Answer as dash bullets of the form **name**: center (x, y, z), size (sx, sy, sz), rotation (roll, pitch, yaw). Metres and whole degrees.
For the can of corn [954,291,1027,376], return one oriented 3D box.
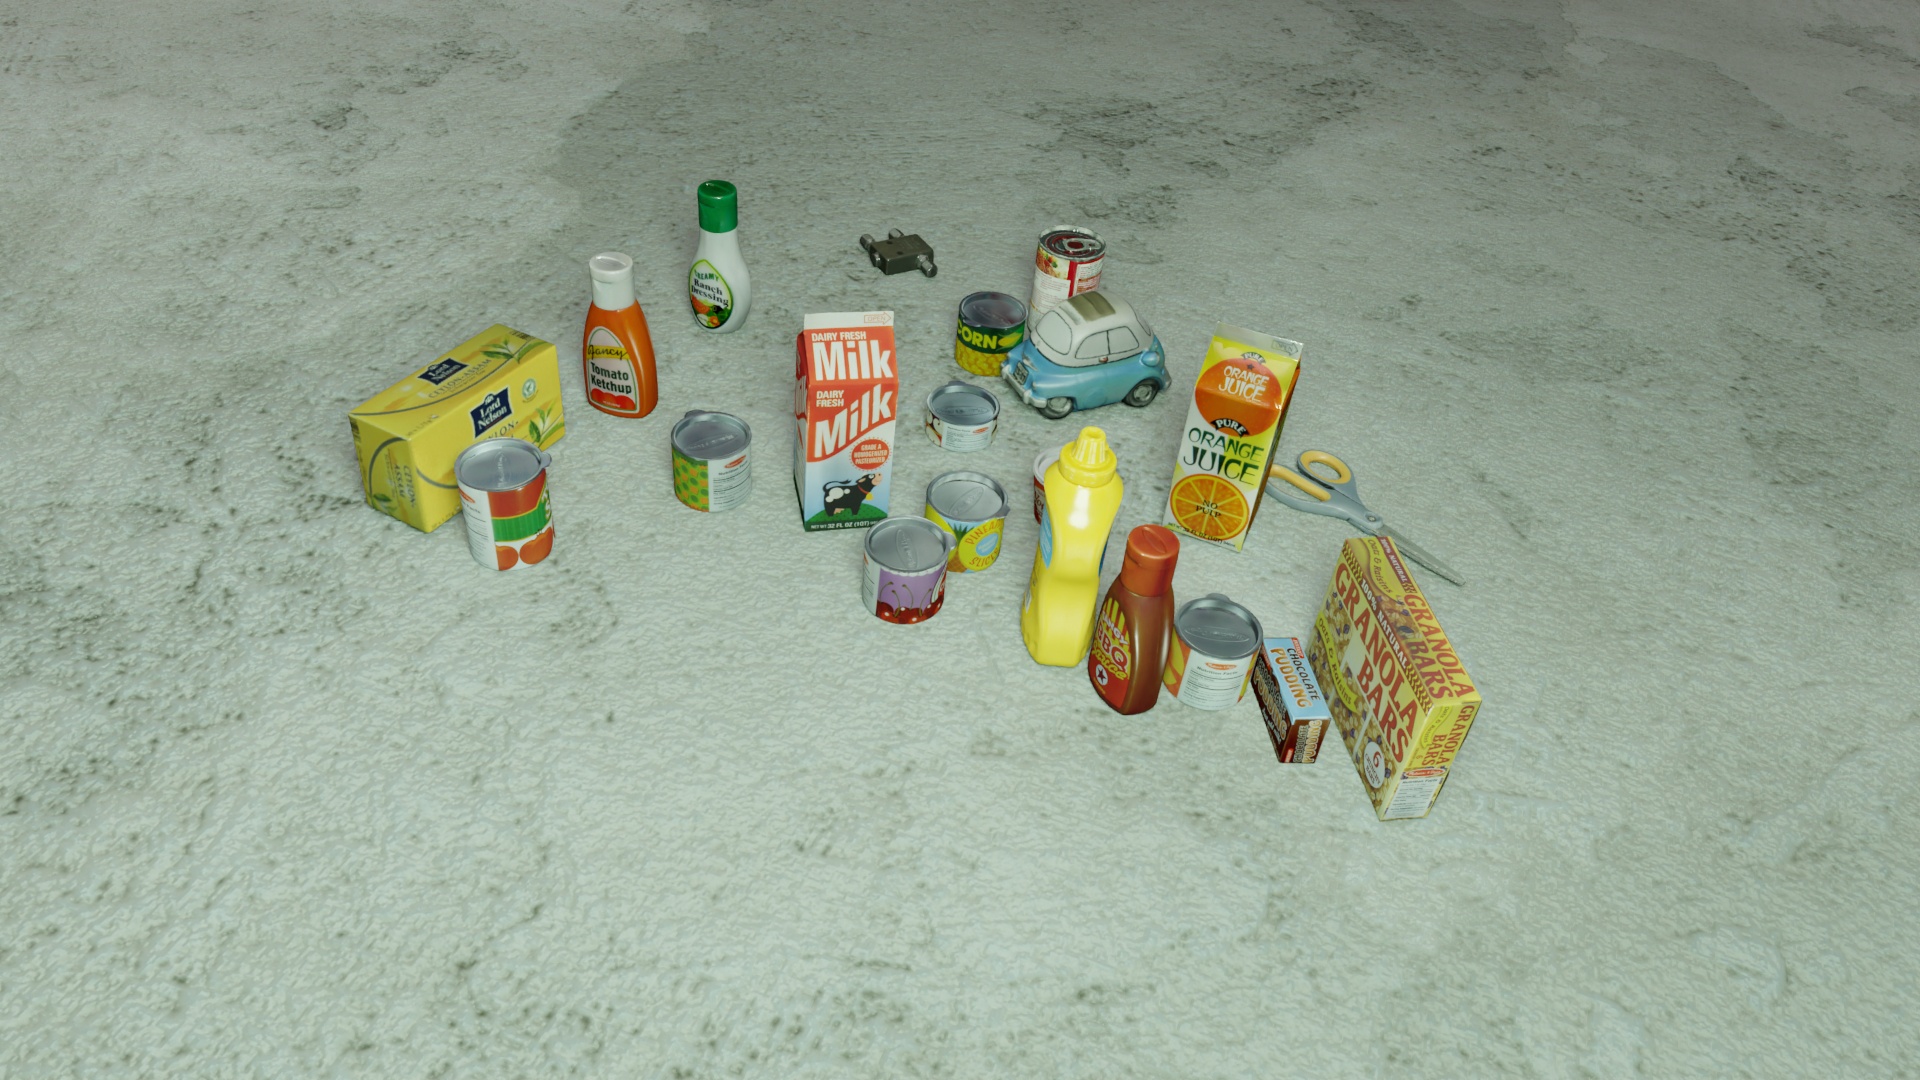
- **can of corn**: center (0.027, -0.199, 1.351), size (0.071, 0.058, 0.071), rotation (4, 41, -3)

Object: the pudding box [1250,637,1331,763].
- **pudding box**: center (0.241, 0.116, 1.019), size (0.030, 0.049, 0.084), rotation (0, 41, -8)

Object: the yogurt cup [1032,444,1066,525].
- **yogurt cup**: center (0.092, -0.041, 1.178), size (0.072, 0.053, 0.073), rotation (4, 41, -3)

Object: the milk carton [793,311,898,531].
- **milk carton**: center (-0.094, -0.103, 1.121), size (0.072, 0.189, 0.074), rotation (-5, 42, -13)

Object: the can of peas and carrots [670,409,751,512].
- **can of peas and carrots**: center (-0.209, -0.067, 1.165), size (0.071, 0.058, 0.071), rotation (4, 41, -3)

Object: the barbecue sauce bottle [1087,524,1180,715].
- **barbecue sauce bottle**: center (0.127, 0.055, 0.999), size (0.044, 0.147, 0.065), rotation (-14, 44, -22)

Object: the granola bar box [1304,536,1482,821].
- **granola bar box**: center (0.305, 0.096, 0.993), size (0.039, 0.123, 0.166), rotation (-1, 41, -9)

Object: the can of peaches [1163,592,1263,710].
- **can of peaches**: center (0.188, 0.084, 1.043), size (0.071, 0.057, 0.071), rotation (4, 41, -3)

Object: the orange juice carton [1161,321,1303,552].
- **orange juice carton**: center (0.226, -0.091, 1.149), size (0.072, 0.191, 0.073), rotation (19, 42, 15)

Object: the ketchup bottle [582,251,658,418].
- **ketchup bottle**: center (-0.300, -0.179, 1.214), size (0.065, 0.148, 0.044), rotation (16, 41, 10)

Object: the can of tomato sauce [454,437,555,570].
- **can of tomato sauce**: center (-0.351, -0.028, 1.082), size (0.071, 0.082, 0.071), rotation (4, 41, -3)

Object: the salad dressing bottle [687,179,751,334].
- **salad dressing bottle**: center (-0.232, -0.271, 1.331), size (0.064, 0.146, 0.044), rotation (24, 43, 19)

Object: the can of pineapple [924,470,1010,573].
- **can of pineapple**: center (0.004, -0.014, 1.132), size (0.071, 0.057, 0.071), rotation (4, 41, -3)

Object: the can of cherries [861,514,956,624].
- **can of cherries**: center (-0.040, 0.023, 1.082), size (0.071, 0.058, 0.072), rotation (4, 41, -3)

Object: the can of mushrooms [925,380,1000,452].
- **can of mushrooms**: center (0.001, -0.113, 1.266), size (0.071, 0.033, 0.071), rotation (4, 41, -3)
